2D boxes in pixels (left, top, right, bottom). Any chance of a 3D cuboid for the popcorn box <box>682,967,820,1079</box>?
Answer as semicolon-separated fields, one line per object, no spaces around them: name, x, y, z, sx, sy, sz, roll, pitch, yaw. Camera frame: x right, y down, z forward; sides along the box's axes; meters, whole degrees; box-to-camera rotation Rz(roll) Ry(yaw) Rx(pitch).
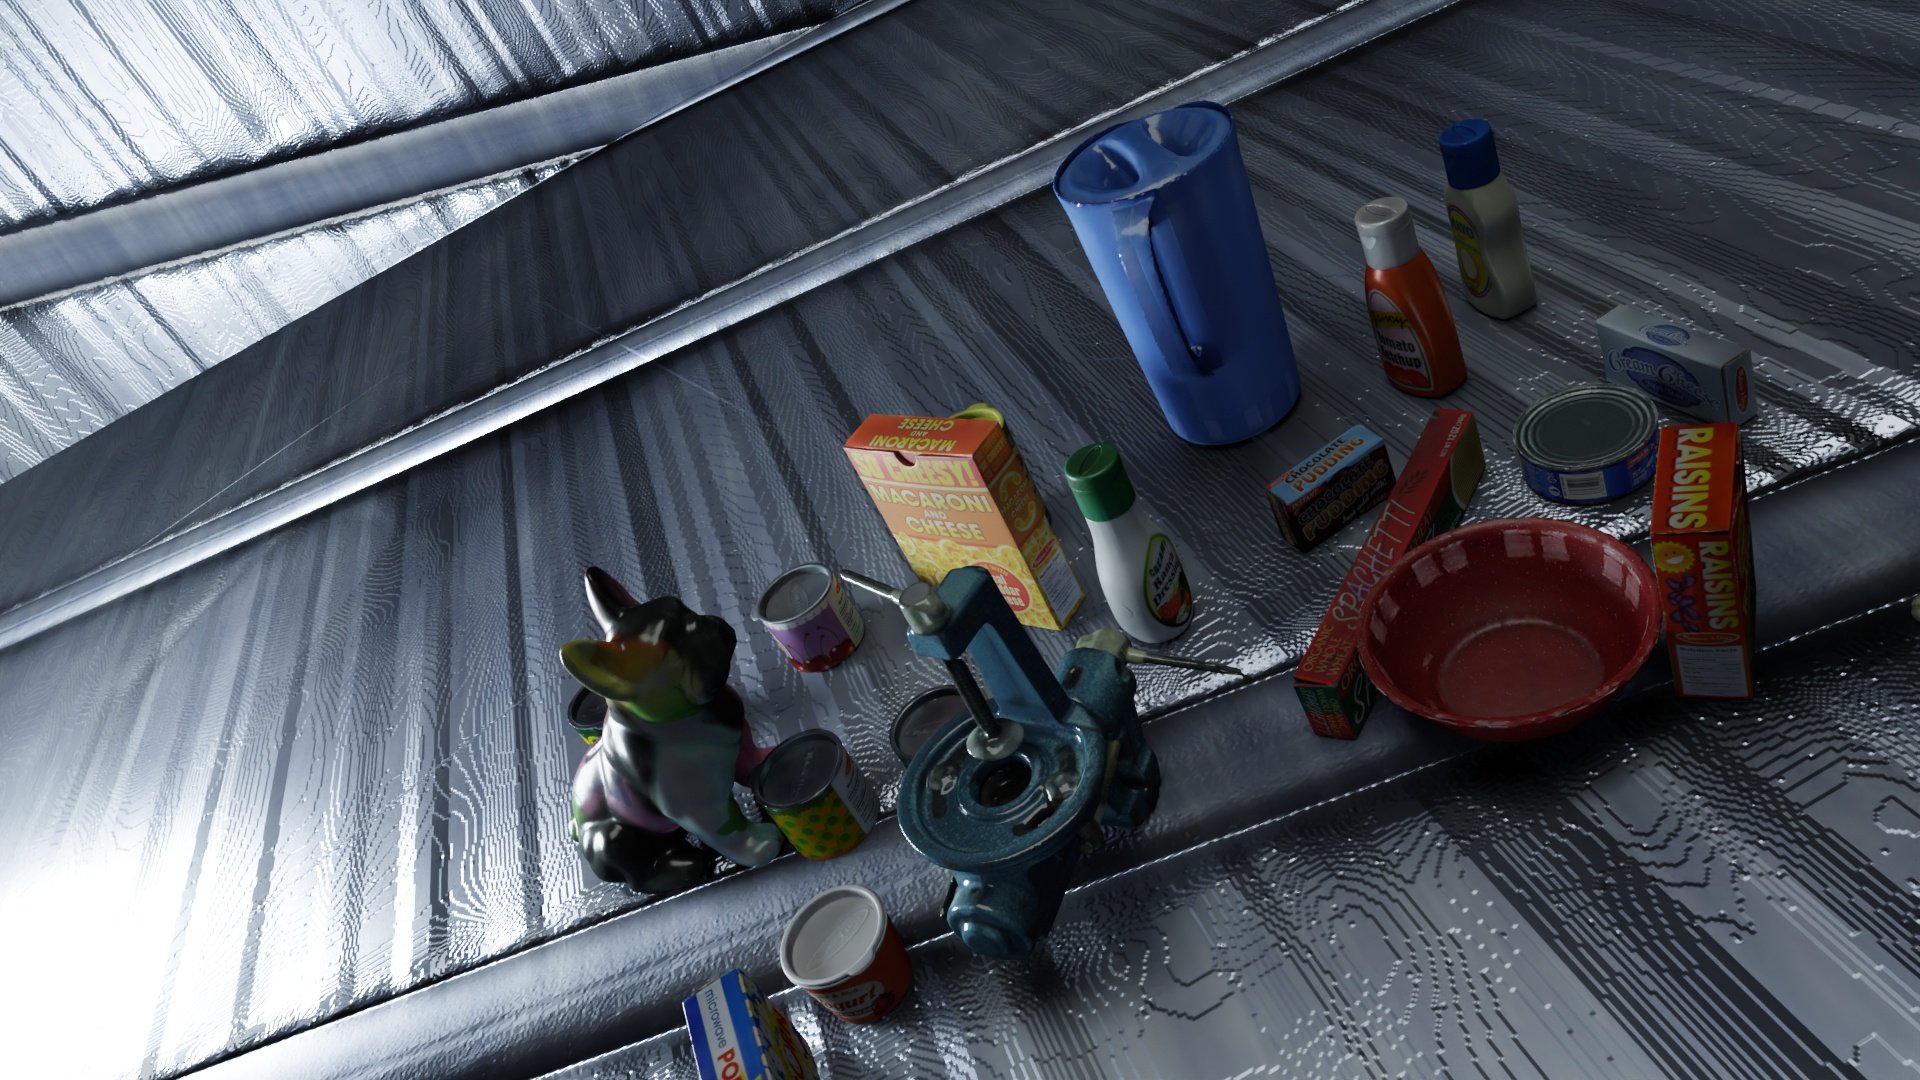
popcorn box;-0.100;0.300;0.735;0.038;0.085;0.127;-32;34;-4

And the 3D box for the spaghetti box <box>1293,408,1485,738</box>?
spaghetti box;0.274;0.015;0.871;0.028;0.050;0.251;6;47;40

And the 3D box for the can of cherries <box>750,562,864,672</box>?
can of cherries;-0.119;0.061;1.081;0.071;0.058;0.072;-19;35;14

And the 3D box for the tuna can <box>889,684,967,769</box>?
tuna can;-0.012;0.134;0.935;0.071;0.032;0.071;-19;35;14

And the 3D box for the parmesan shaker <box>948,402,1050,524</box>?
parmesan shaker;0.024;-0.045;1.079;0.071;0.102;0.072;-19;35;14

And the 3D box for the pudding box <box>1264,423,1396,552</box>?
pudding box;0.254;-0.036;0.952;0.084;0.049;0.030;-33;34;-6

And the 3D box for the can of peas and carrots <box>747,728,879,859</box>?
can of peas and carrots;-0.097;0.170;0.925;0.071;0.058;0.071;-19;35;14

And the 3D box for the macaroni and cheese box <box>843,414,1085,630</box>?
macaroni and cheese box;0.004;-0.012;0.995;0.123;0.165;0.040;7;48;41

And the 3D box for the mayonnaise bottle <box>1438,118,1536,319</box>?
mayonnaise bottle;0.388;-0.239;1.031;0.041;0.147;0.065;-28;34;1

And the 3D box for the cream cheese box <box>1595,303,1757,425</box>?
cream cheese box;0.462;-0.113;0.901;0.024;0.053;0.104;-34;34;-7

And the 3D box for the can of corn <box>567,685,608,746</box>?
can of corn;-0.261;0.141;1.079;0.071;0.058;0.071;-19;35;14

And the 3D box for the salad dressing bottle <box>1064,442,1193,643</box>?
salad dressing bottle;0.110;0.003;0.916;0.044;0.147;0.064;2;45;37

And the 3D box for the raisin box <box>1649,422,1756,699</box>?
raisin box;0.391;0.011;0.728;0.040;0.123;0.086;-2;42;34

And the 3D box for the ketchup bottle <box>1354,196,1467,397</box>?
ketchup bottle;0.319;-0.174;0.996;0.043;0.148;0.065;-37;35;-12

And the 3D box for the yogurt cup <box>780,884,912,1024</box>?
yogurt cup;-0.064;0.244;0.810;0.072;0.053;0.073;-19;35;14
